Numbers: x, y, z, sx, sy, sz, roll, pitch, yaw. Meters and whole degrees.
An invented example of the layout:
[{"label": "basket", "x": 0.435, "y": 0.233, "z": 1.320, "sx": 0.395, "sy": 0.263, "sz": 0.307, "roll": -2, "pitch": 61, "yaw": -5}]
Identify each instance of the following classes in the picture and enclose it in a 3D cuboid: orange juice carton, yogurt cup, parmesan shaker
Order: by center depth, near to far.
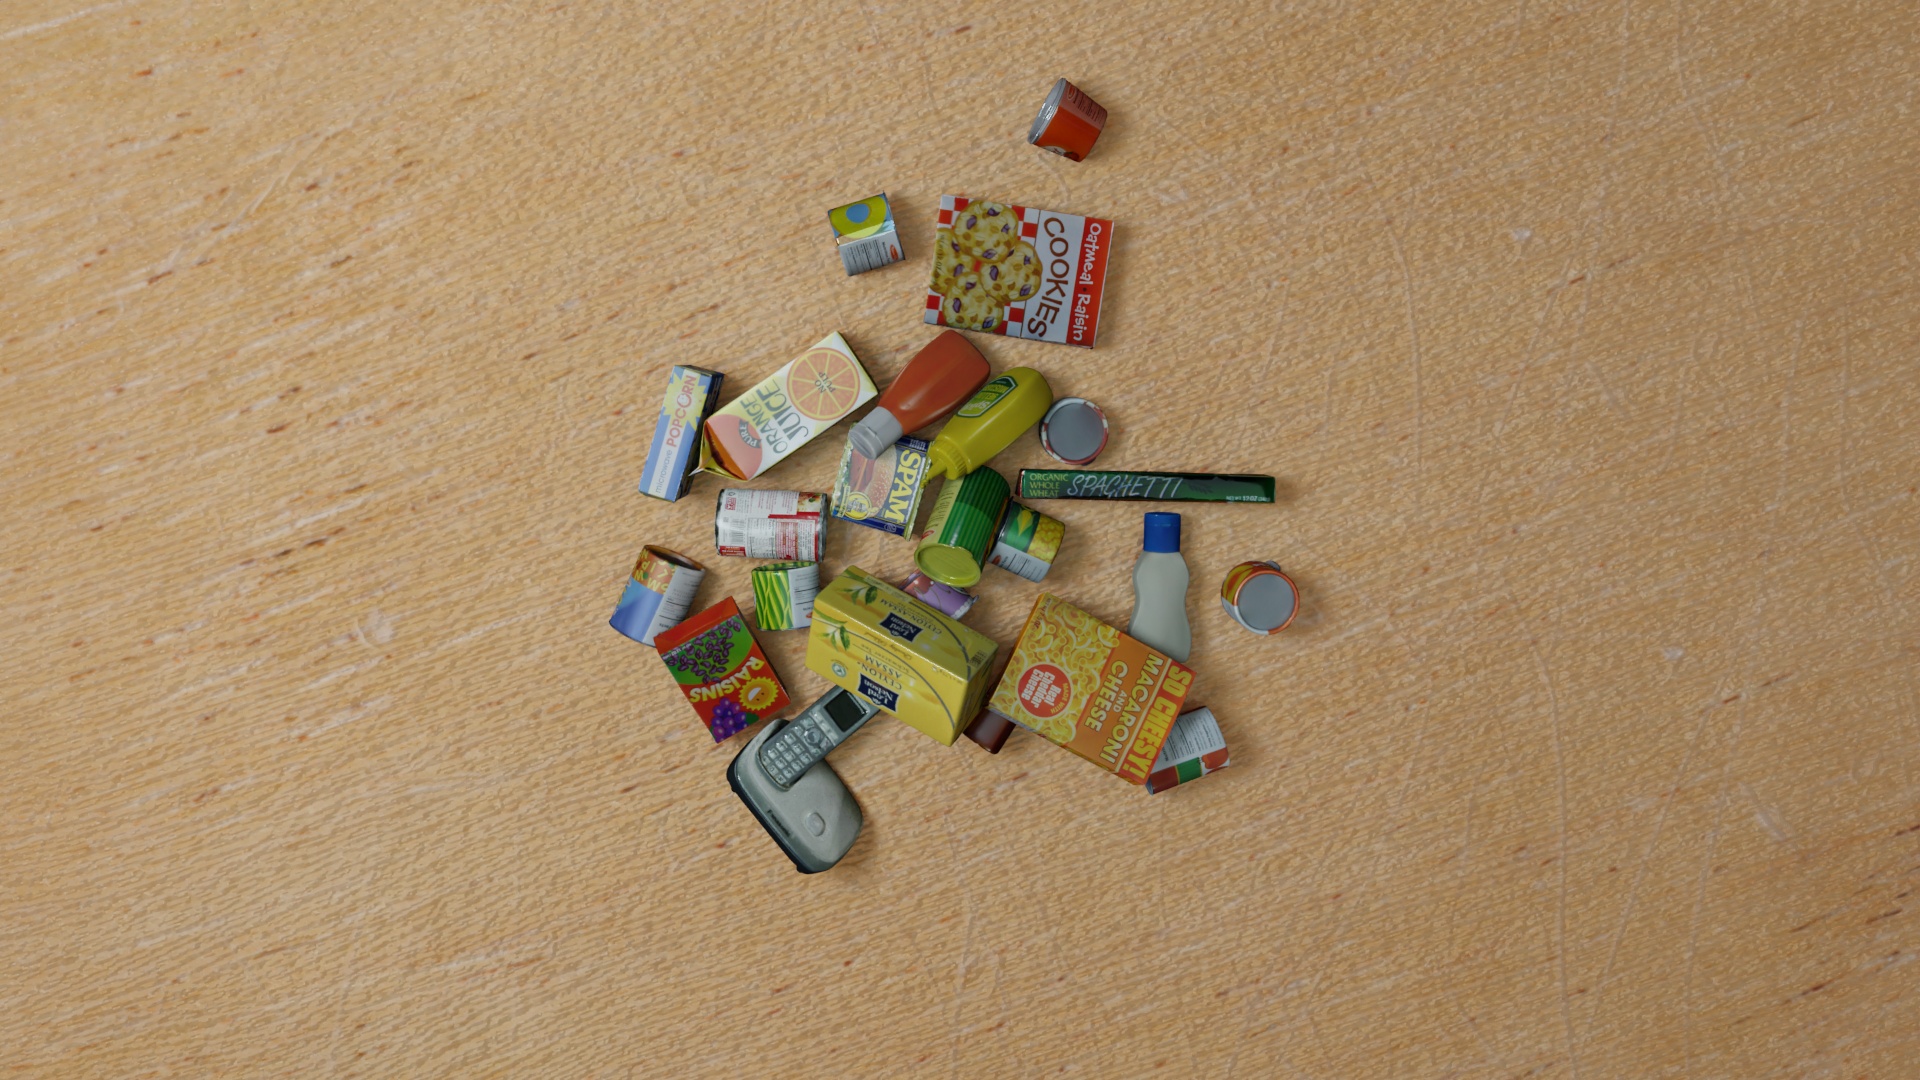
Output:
[{"label": "yogurt cup", "x": 0.102, "y": -0.394, "z": 1.312, "sx": 0.054, "sy": 0.072, "sz": 0.072, "roll": 26, "pitch": 95, "yaw": -13}, {"label": "parmesan shaker", "x": 0.005, "y": -0.017, "z": 1.323, "sx": 0.071, "sy": 0.071, "sz": 0.103, "roll": 25, "pitch": 56, "yaw": -5}, {"label": "orange juice carton", "x": -0.175, "y": -0.117, "z": 1.328, "sx": 0.193, "sy": 0.072, "sz": 0.073, "roll": -34, "pitch": 96, "yaw": 2}]

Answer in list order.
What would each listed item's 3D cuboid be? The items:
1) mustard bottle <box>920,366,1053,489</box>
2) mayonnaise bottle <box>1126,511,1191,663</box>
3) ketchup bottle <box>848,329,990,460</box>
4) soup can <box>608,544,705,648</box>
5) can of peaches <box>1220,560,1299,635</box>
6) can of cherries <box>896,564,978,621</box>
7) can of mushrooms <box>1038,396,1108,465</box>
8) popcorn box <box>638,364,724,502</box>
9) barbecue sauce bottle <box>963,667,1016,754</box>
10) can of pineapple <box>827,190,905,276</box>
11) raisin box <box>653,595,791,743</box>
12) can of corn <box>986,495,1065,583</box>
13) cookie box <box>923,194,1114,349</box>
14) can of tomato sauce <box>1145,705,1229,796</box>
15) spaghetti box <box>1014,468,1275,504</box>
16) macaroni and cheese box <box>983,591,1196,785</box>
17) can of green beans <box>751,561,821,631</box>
[{"label": "mustard bottle", "x": 0.017, "y": -0.102, "z": 1.315, "sx": 0.161, "sy": 0.065, "sz": 0.048, "roll": -43, "pitch": 119, "yaw": -23}, {"label": "mayonnaise bottle", "x": 0.198, "y": 0.046, "z": 1.376, "sx": 0.065, "sy": 0.041, "sz": 0.148, "roll": 1, "pitch": 95, "yaw": -2}, {"label": "ketchup bottle", "x": -0.042, "y": -0.135, "z": 1.315, "sx": 0.065, "sy": 0.043, "sz": 0.149, "roll": 44, "pitch": 67, "yaw": 8}, {"label": "soup can", "x": -0.295, "y": 0.053, "z": 1.347, "sx": 0.071, "sy": 0.071, "sz": 0.083, "roll": 24, "pitch": 95, "yaw": -5}, {"label": "can of peaches", "x": 0.297, "y": 0.055, "z": 1.371, "sx": 0.071, "sy": 0.058, "sz": 0.071, "roll": 0, "pitch": 97, "yaw": -1}, {"label": "can of cherries", "x": -0.027, "y": 0.056, "z": 1.356, "sx": 0.071, "sy": 0.071, "sz": 0.058, "roll": -40, "pitch": 95, "yaw": 3}, {"label": "can of mushrooms", "x": 0.112, "y": -0.105, "z": 1.359, "sx": 0.071, "sy": 0.033, "sz": 0.071, "roll": 0, "pitch": 96, "yaw": -2}, {"label": "popcorn box", "x": -0.265, "y": -0.103, "z": 1.320, "sx": 0.038, "sy": 0.085, "sz": 0.126, "roll": 18, "pitch": 96, "yaw": -3}, {"label": "barbecue sauce bottle", "x": 0.058, "y": 0.139, "z": 1.372, "sx": 0.044, "sy": 0.065, "sz": 0.148, "roll": 34, "pitch": 86, "yaw": 3}, {"label": "can of pineapple", "x": -0.089, "y": -0.291, "z": 1.316, "sx": 0.058, "sy": 0.071, "sz": 0.071, "roll": -17, "pitch": 97, "yaw": 0}, {"label": "raisin box", "x": -0.229, "y": 0.126, "z": 1.342, "sx": 0.086, "sy": 0.040, "sz": 0.123, "roll": -29, "pitch": 123, "yaw": -7}, {"label": "can of corn", "x": 0.064, "y": -0.001, "z": 1.354, "sx": 0.058, "sy": 0.071, "sz": 0.071, "roll": 24, "pitch": 95, "yaw": -5}, {"label": "cookie box", "x": 0.056, "y": -0.257, "z": 1.337, "sx": 0.167, "sy": 0.040, "sz": 0.122, "roll": 8, "pitch": 96, "yaw": -2}, {"label": "can of tomato sauce", "x": 0.216, "y": 0.209, "z": 1.381, "sx": 0.083, "sy": 0.071, "sz": 0.071, "roll": -20, "pitch": 97, "yaw": -3}, {"label": "spaghetti box", "x": 0.180, "y": -0.053, "z": 1.359, "sx": 0.250, "sy": 0.050, "sz": 0.028, "roll": 1, "pitch": 95, "yaw": -2}, {"label": "macaroni and cheese box", "x": 0.124, "y": 0.142, "z": 1.330, "sx": 0.166, "sy": 0.040, "sz": 0.124, "roll": 28, "pitch": 78, "yaw": -2}, {"label": "can of green beans", "x": -0.168, "y": 0.054, "z": 1.351, "sx": 0.071, "sy": 0.071, "sz": 0.057, "roll": -5, "pitch": 96, "yaw": -1}]
